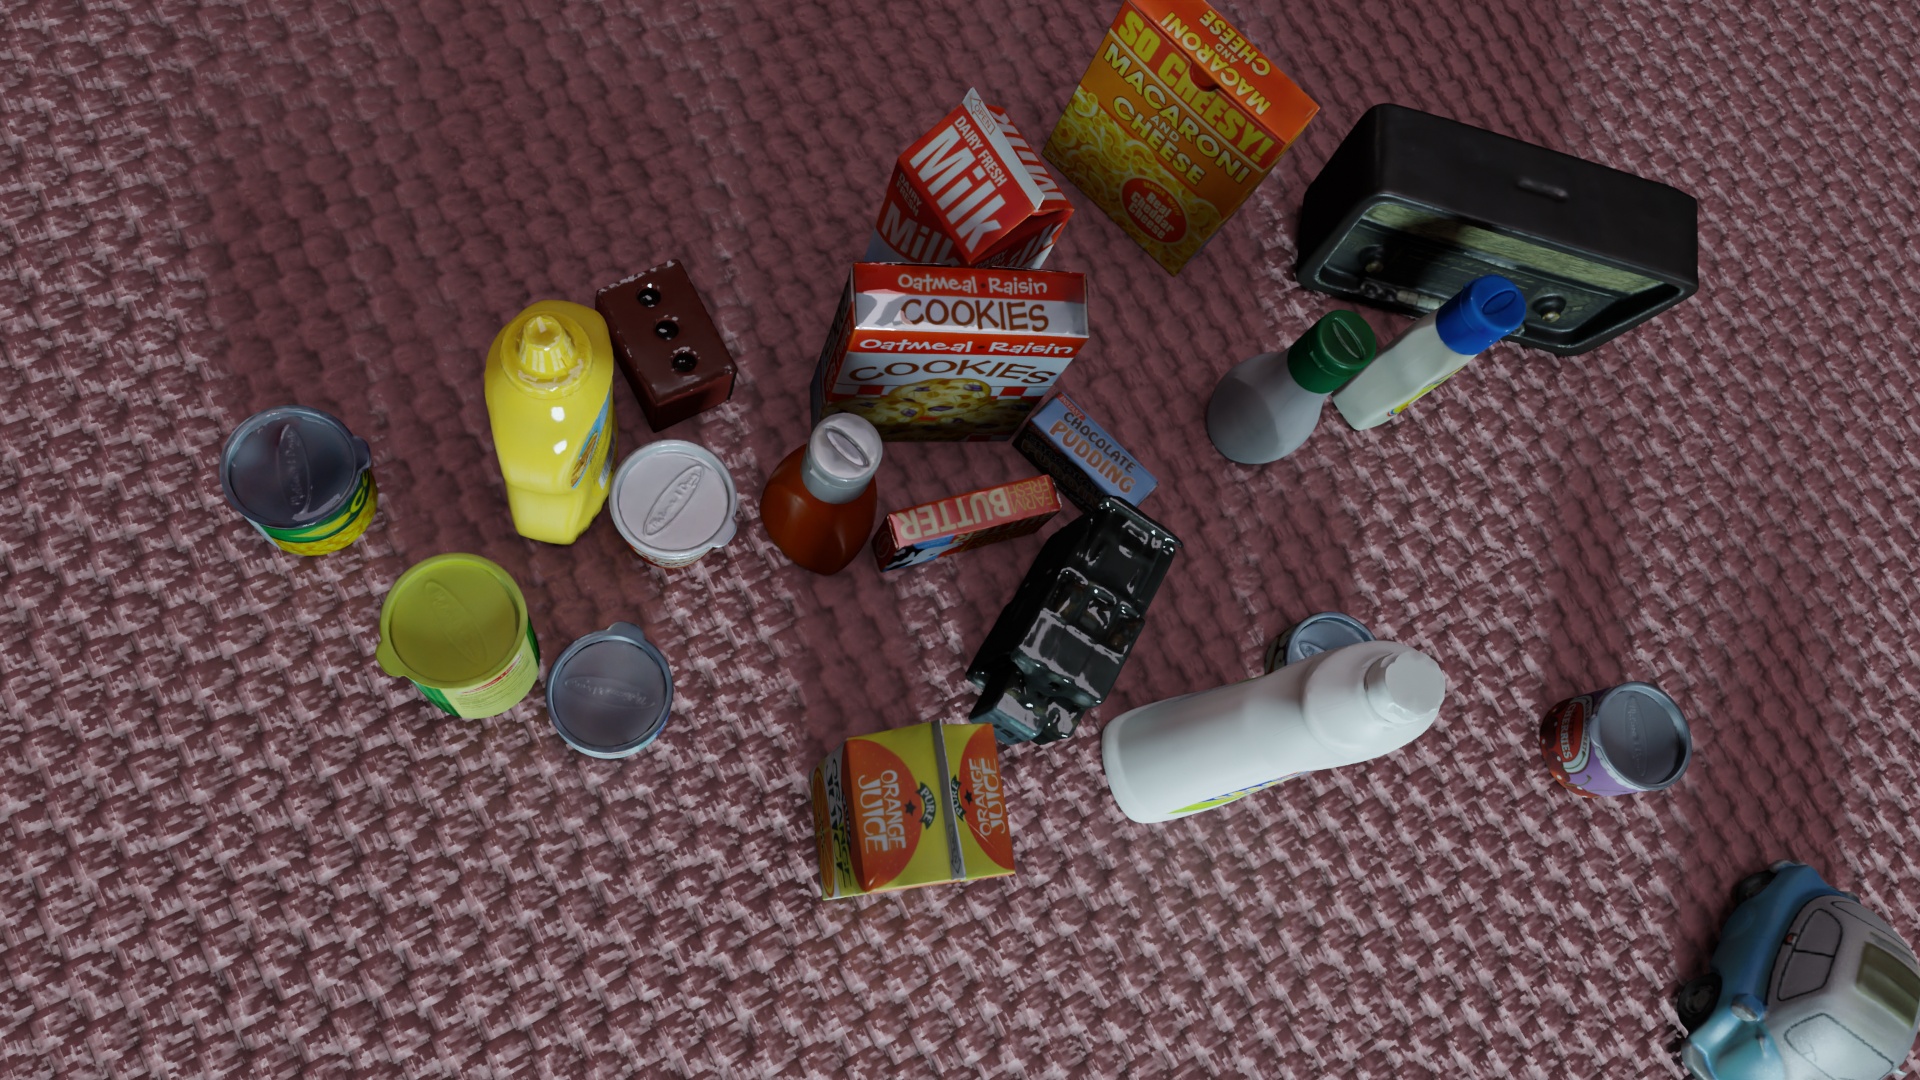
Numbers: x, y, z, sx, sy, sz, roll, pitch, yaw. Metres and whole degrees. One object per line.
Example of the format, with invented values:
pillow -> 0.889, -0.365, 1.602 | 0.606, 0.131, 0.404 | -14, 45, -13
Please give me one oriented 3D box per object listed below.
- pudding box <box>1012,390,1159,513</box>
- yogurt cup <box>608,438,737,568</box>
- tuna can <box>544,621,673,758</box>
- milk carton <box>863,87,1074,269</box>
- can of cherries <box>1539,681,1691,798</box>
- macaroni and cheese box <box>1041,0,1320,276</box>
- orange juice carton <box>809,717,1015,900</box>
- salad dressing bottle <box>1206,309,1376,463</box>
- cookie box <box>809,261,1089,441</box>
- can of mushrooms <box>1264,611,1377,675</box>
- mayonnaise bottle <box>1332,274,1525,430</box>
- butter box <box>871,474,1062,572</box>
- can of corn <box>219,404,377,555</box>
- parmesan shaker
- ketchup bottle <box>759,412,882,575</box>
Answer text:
pudding box -> 0.075, -0.047, 0.841 | 0.084, 0.049, 0.030 | 44, 70, 2
yogurt cup -> -0.160, -0.017, 0.773 | 0.072, 0.053, 0.072 | 4, 74, -13
tuna can -> -0.188, 0.081, 0.749 | 0.071, 0.032, 0.071 | 4, 73, -13
milk carton -> 0.003, -0.175, 0.785 | 0.074, 0.190, 0.072 | -31, 84, -19
can of cherries -> 0.405, 0.124, 0.866 | 0.071, 0.058, 0.071 | 4, 74, -13
macaroni and cheese box -> 0.128, -0.249, 0.850 | 0.124, 0.166, 0.040 | 43, 70, 1
orange juice carton -> -0.025, 0.135, 0.687 | 0.073, 0.192, 0.072 | -4, 76, -15
salad dressing bottle -> 0.196, -0.091, 0.831 | 0.044, 0.147, 0.064 | -31, 83, -19
cookie box -> -0.012, -0.100, 0.772 | 0.123, 0.167, 0.040 | -1, 75, -14
can of mushrooms -> 0.221, 0.081, 0.847 | 0.071, 0.033, 0.071 | 4, 73, -13
mayonnaise bottle -> 0.291, -0.116, 0.861 | 0.065, 0.147, 0.041 | -32, 84, -19
butter box -> 0.003, -0.010, 0.811 | 0.104, 0.053, 0.024 | -14, 78, -17
can of corn -> -0.343, -0.031, 0.730 | 0.071, 0.058, 0.071 | 4, 74, -13
parmesan shaker -> -0.253, 0.052, 0.704 | 0.071, 0.102, 0.071 | 4, 74, -13
ketchup bottle -> -0.072, -0.026, 0.746 | 0.065, 0.148, 0.044 | 43, 70, 1
